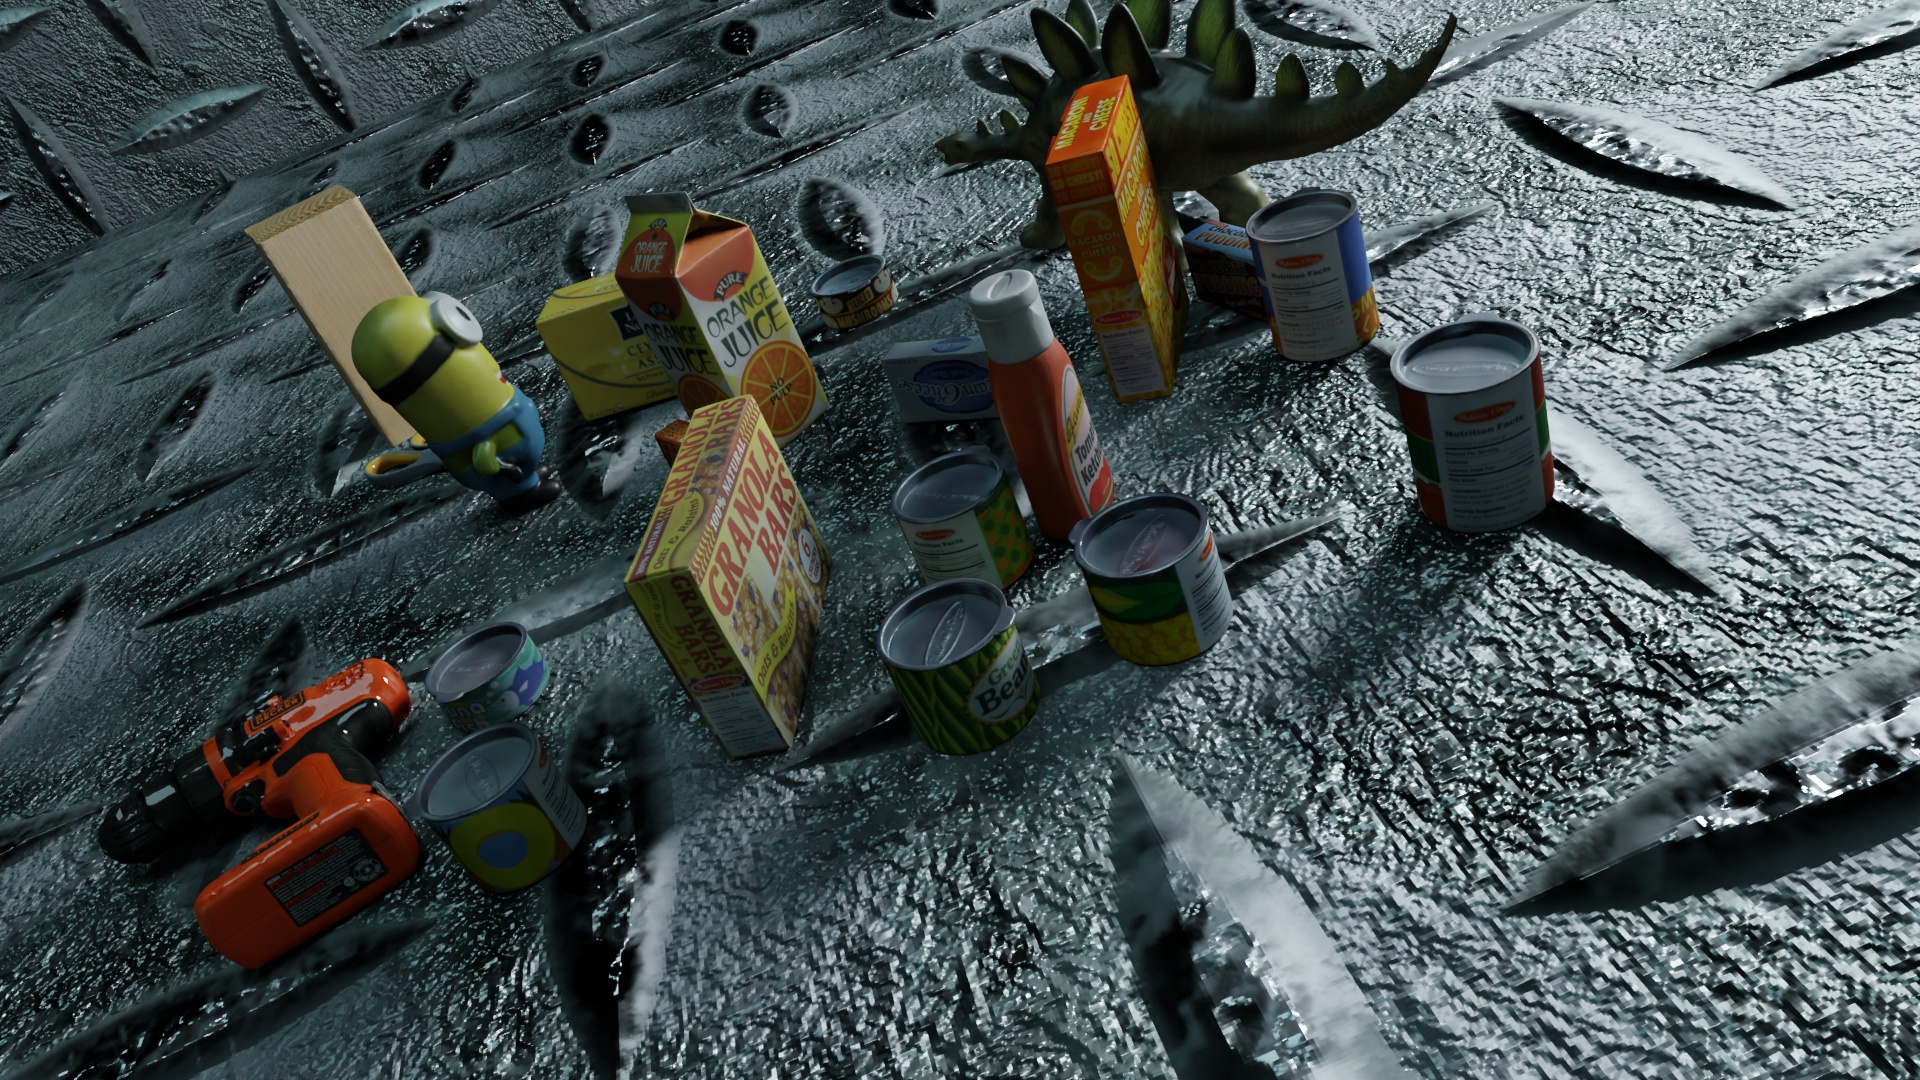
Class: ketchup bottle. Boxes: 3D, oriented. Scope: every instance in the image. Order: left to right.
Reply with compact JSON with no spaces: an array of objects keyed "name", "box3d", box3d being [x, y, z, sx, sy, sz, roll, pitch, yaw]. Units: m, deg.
[{"name":"ketchup bottle","box3d":[0.044,-0.075,0.762,0.043,0.148,0.065,-6,36,25]}]

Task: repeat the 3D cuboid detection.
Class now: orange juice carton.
[{"name":"orange juice carton","box3d":[-0.172,-0.155,0.970,0.072,0.191,0.073,11,45,42]}]

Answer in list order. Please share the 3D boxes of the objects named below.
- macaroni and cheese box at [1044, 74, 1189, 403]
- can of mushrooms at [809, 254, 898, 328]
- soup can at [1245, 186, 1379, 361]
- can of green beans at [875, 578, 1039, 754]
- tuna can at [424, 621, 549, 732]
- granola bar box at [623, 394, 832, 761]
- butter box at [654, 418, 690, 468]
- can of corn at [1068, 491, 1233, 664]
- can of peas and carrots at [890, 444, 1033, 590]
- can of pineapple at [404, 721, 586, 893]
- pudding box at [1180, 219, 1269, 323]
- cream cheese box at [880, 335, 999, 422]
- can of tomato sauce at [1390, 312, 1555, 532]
[{"name":"macaroni and cheese box","box3d":[0.102,-0.190,0.879,0.040,0.165,0.124,-9,35,21]},{"name":"can of mushrooms","box3d":[-0.086,-0.203,1.135,0.071,0.033,0.071,-16,33,11]},{"name":"soup can","box3d":[0.216,-0.163,0.847,0.071,0.083,0.072,-16,33,11]},{"name":"can of green beans","box3d":[0.000,0.061,0.675,0.071,0.057,0.071,-16,33,11]},{"name":"tuna can","box3d":[-0.285,0.084,0.837,0.071,0.032,0.071,-16,33,11]},{"name":"granola bar box","box3d":[-0.120,0.016,0.751,0.039,0.123,0.166,-14,33,13]},{"name":"butter box","box3d":[-0.163,-0.049,0.938,0.024,0.053,0.103,-41,37,-27]},{"name":"can of corn","box3d":[0.093,0.018,0.680,0.071,0.058,0.071,-16,33,11]},{"name":"can of peas and carrots","box3d":[0.003,-0.010,0.776,0.071,0.058,0.071,-16,33,11]},{"name":"can of pineapple","box3d":[-0.234,0.136,0.706,0.071,0.057,0.071,-16,33,11]},{"name":"pudding box","box3d":[0.187,-0.180,0.921,0.030,0.049,0.084,-32,33,-14]},{"name":"cream cheese box","box3d":[0.003,-0.107,0.923,0.104,0.053,0.024,-1,38,31]},{"name":"can of tomato sauce","box3d":[0.249,-0.057,0.672,0.071,0.082,0.071,-16,33,11]}]
